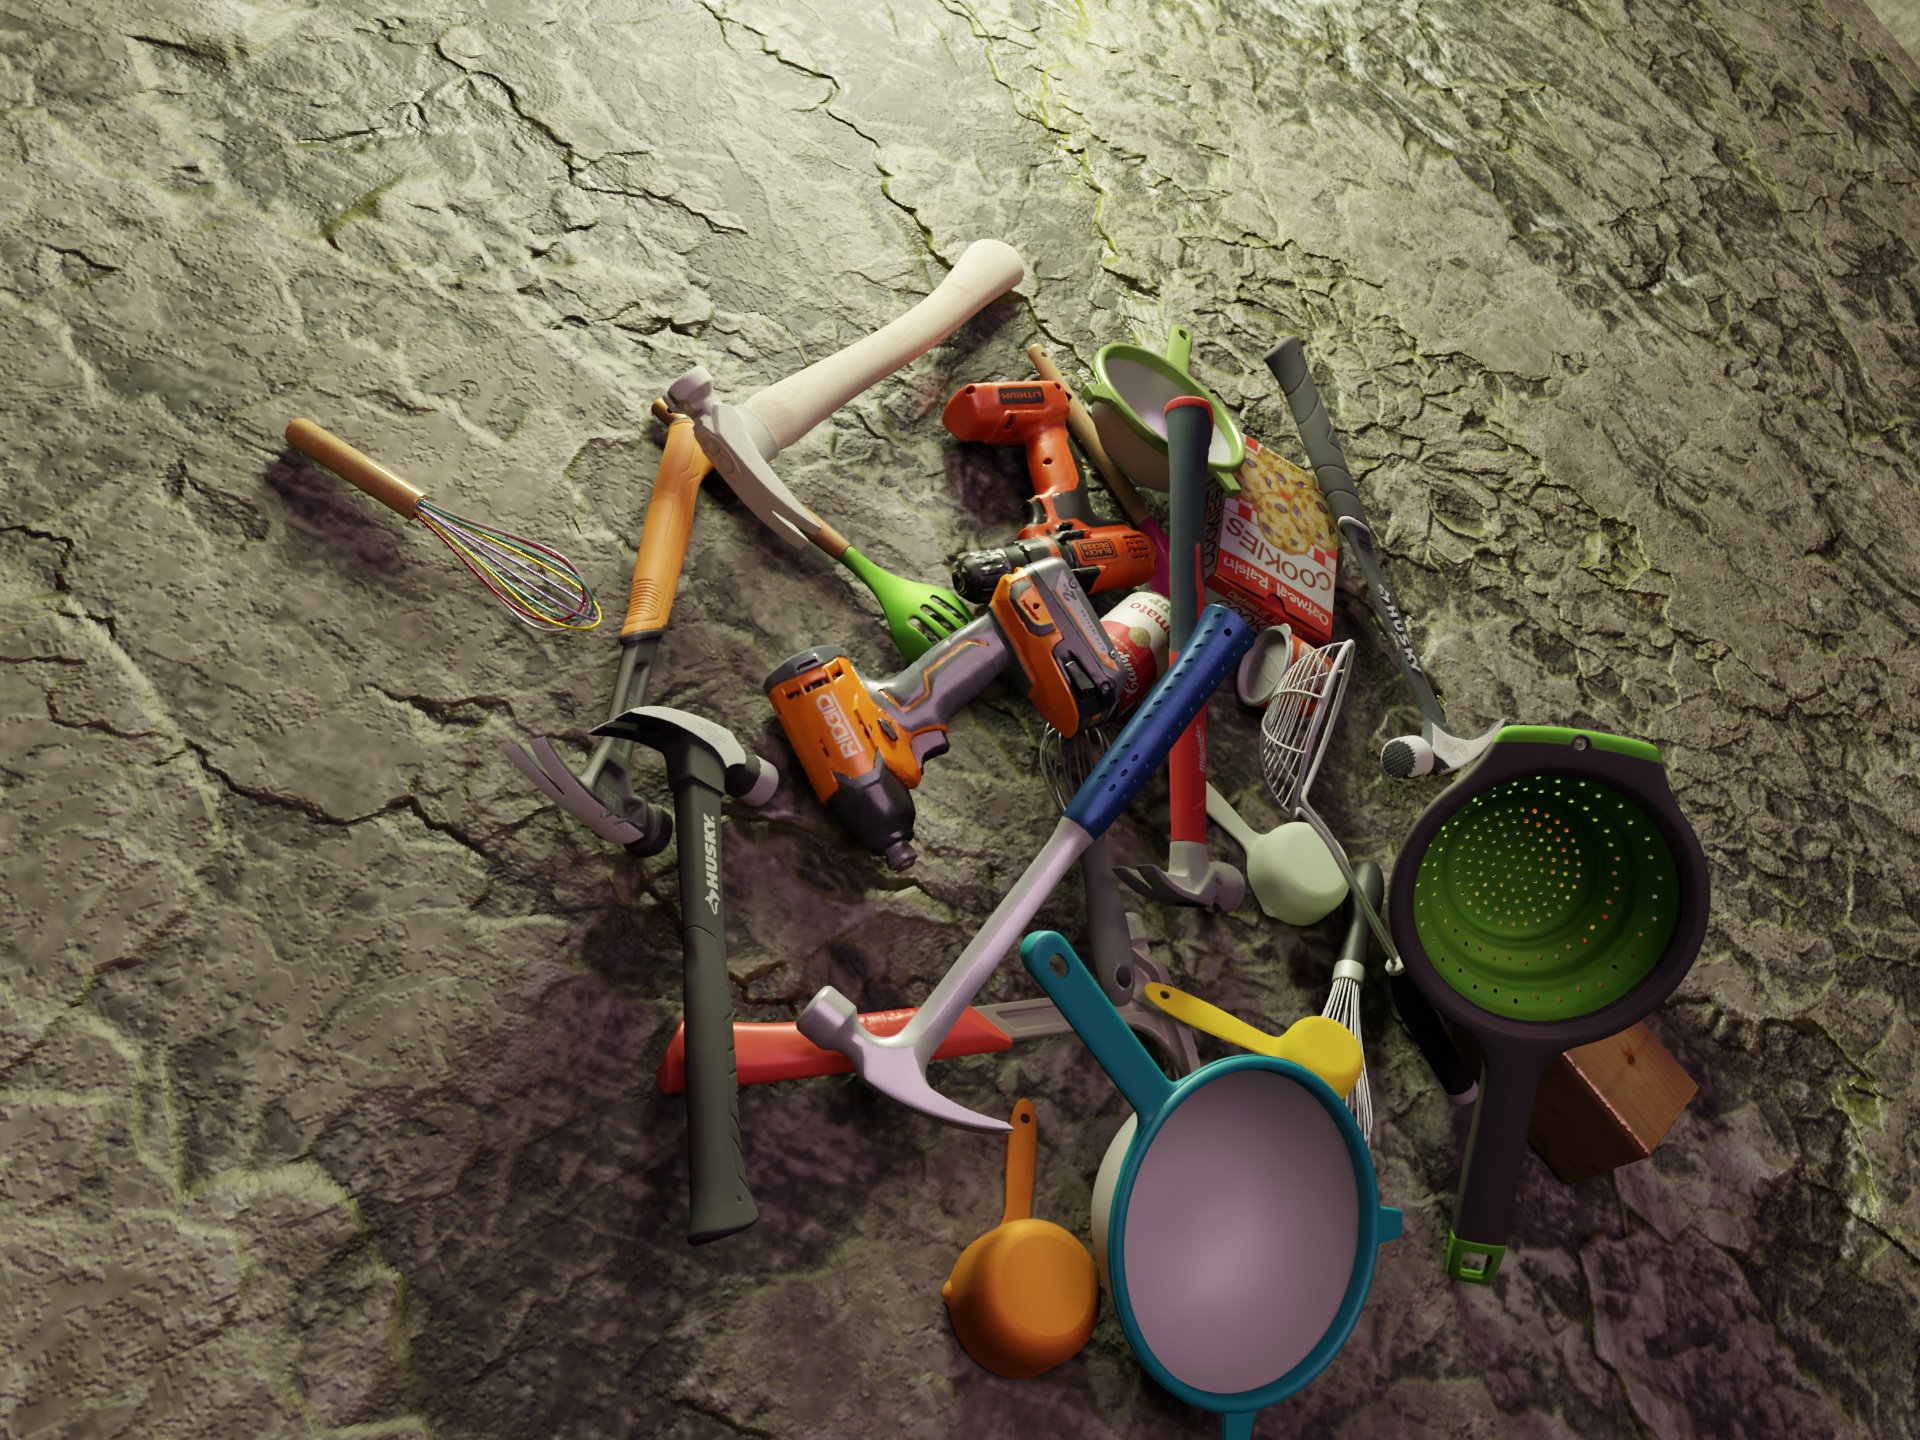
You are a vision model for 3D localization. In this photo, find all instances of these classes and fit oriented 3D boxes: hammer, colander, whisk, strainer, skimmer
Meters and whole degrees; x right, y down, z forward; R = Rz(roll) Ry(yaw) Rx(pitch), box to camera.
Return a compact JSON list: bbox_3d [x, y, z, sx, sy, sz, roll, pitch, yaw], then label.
[{"bbox_3d":[-0.056,-0.285,1.264,0.146,0.038,0.411,50,48,-6],"label":"hammer"},{"bbox_3d":[0.381,0.192,1.103,0.204,0.094,0.397,8,101,5],"label":"colander"},{"bbox_3d":[0.346,-0.147,1.352,0.149,0.036,0.409,-6,72,-40],"label":"hammer"},{"bbox_3d":[0.092,0.092,1.114,0.055,0.055,0.239,9,49,-20],"label":"whisk"},{"bbox_3d":[-0.347,-0.131,1.067,0.245,0.051,0.047,32,60,-1],"label":"whisk"},{"bbox_3d":[-0.216,-0.081,1.073,0.127,0.034,0.337,47,39,-44],"label":"hammer"},{"bbox_3d":[0.159,-0.059,1.162,0.143,0.038,0.386,20,67,-53],"label":"hammer"},{"bbox_3d":[0.120,0.263,0.986,0.211,0.095,0.340,-42,105,-26],"label":"strainer"},{"bbox_3d":[-0.155,0.141,0.940,0.146,0.035,0.335,35,37,-47],"label":"hammer"},{"bbox_3d":[0.277,0.213,1.153,0.070,0.070,0.285,30,50,-7],"label":"whisk"},{"bbox_3d":[-0.014,0.210,1.025,0.359,0.036,0.149,-2,58,-25],"label":"hammer"},{"bbox_3d":[0.074,0.083,1.032,0.144,0.035,0.405,37,68,5],"label":"hammer"},{"bbox_3d":[0.308,0.117,1.120,0.363,0.090,0.127,60,35,-13],"label":"skimmer"},{"bbox_3d":[0.166,-0.267,1.359,0.151,0.069,0.257,32,34,-10],"label":"strainer"}]

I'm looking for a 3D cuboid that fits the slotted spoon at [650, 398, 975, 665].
[{"bbox_3d":[-0.108,-0.140,1.190,0.314,0.031,0.070,39,62,2],"label":"slotted spoon"}]

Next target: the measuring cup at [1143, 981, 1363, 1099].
[{"bbox_3d":[0.199,0.207,1.073,0.156,0.029,0.062,24,46,0],"label":"measuring cup"}]

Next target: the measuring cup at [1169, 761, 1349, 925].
[{"bbox_3d":[0.227,0.083,1.208,0.167,0.038,0.083,44,54,1],"label":"measuring cup"}]

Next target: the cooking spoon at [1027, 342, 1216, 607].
[{"bbox_3d":[0.141,-0.188,1.333,0.068,0.017,0.319,-22,75,-32],"label":"cooking spoon"}]

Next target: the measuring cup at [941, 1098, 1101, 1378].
[{"bbox_3d":[0.045,0.313,0.988,0.095,0.052,0.174,15,56,-16],"label":"measuring cup"}]

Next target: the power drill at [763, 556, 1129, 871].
[{"bbox_3d":[-0.002,-0.004,1.103,0.226,0.084,0.164,-24,74,-12],"label":"power drill"}]
